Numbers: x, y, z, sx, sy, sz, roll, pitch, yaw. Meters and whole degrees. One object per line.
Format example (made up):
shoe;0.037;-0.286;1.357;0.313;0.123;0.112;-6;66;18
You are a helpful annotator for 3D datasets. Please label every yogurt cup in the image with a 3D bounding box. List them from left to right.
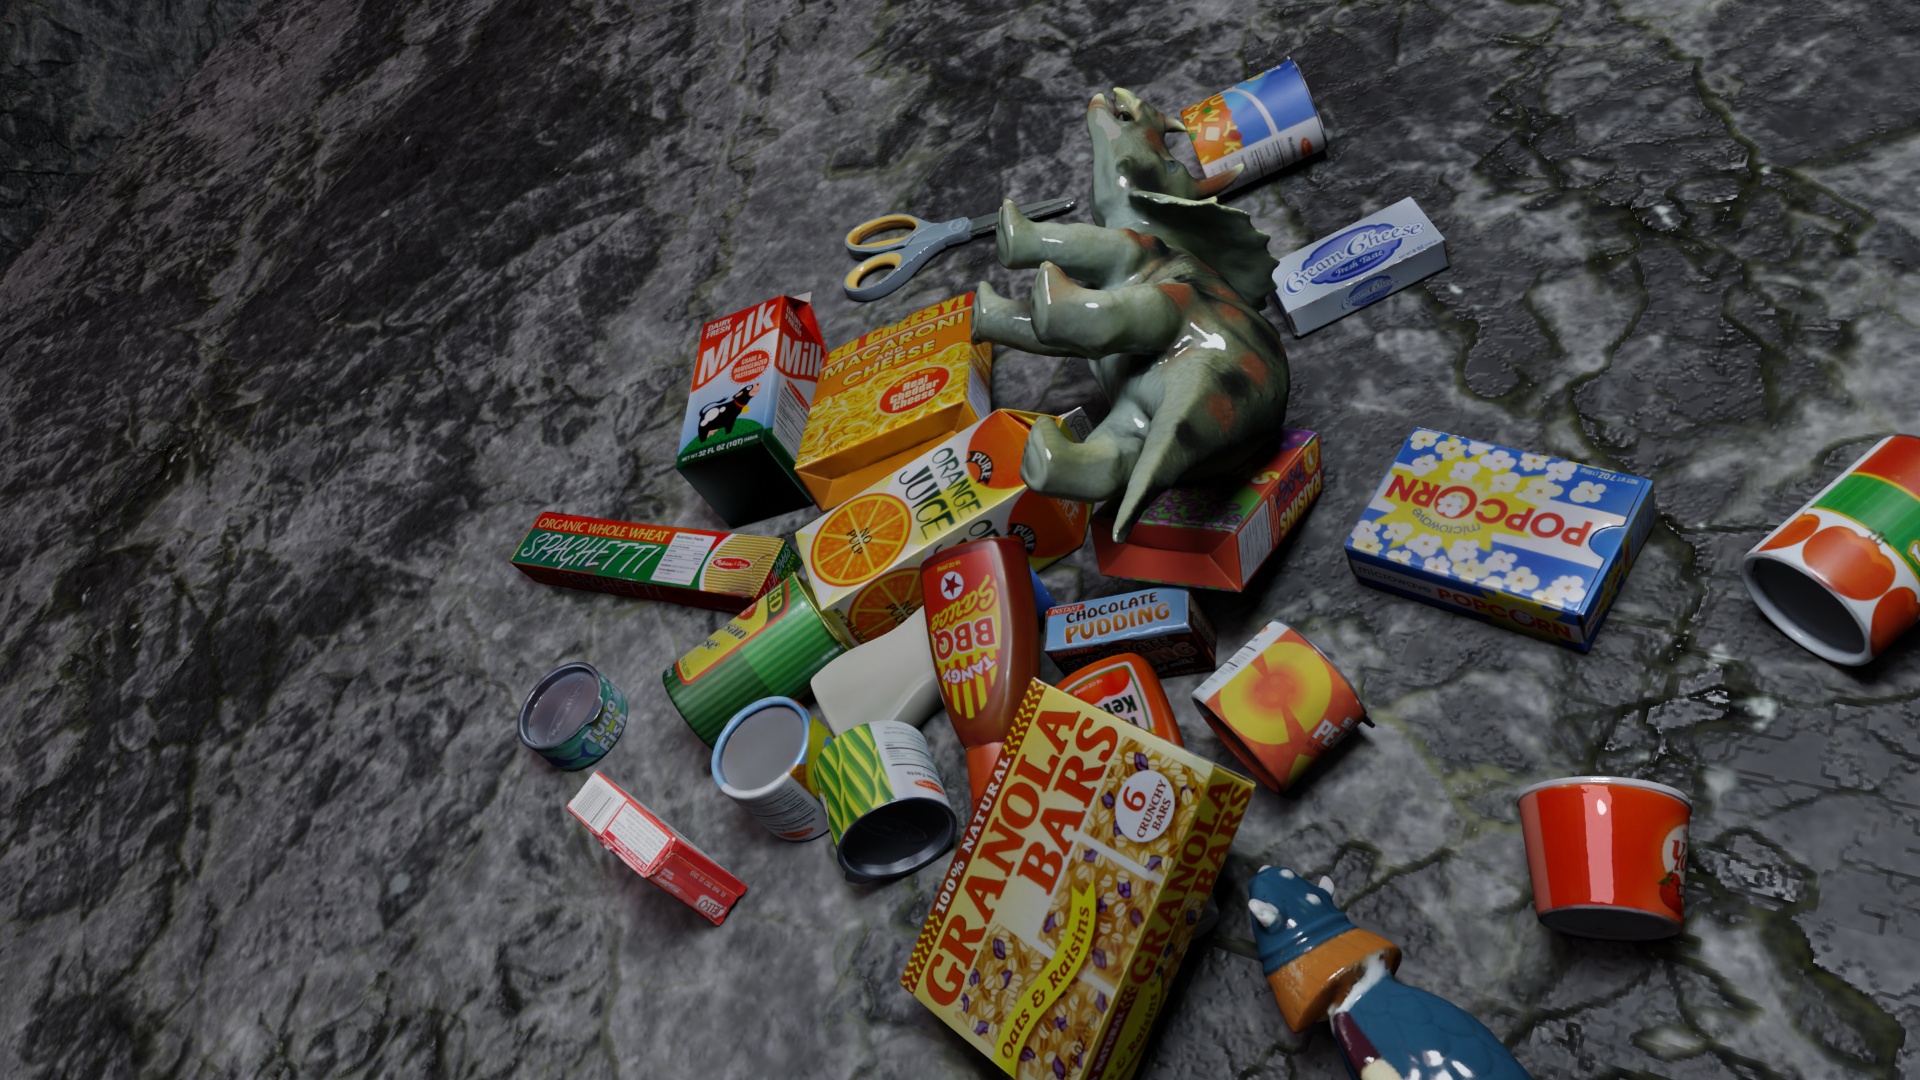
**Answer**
yogurt cup;0.269;0.134;0.580;0.072;0.072;0.054;-5;60;27

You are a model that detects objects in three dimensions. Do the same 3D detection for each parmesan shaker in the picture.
parmesan shaker;-0.123;0.077;0.853;0.103;0.071;0.071;-37;44;-2

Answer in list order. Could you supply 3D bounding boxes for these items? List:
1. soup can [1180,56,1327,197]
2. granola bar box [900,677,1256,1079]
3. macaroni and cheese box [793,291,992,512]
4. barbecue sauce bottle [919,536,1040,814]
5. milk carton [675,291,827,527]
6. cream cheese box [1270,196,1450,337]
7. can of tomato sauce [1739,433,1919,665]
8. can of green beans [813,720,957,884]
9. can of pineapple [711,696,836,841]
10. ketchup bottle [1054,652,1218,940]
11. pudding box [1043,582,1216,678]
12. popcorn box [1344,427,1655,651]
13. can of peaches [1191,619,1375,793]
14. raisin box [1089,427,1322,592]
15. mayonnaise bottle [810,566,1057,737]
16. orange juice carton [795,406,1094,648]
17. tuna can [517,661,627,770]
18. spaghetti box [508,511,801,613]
soup can;0.203;-0.288;0.968;0.083;0.071;0.072;-22;46;14
granola bar box;0.052;0.164;0.655;0.124;0.039;0.165;21;85;49
macaroni and cheese box;-0.041;-0.099;0.943;0.123;0.040;0.167;-21;31;15
barbecue sauce bottle;0.016;0.076;0.757;0.064;0.044;0.149;-21;69;36
milk carton;-0.148;-0.110;1.021;0.072;0.073;0.191;-15;47;20
cream cheese box;0.248;-0.173;0.876;0.104;0.024;0.053;-25;44;10
can of tomato sauce;0.401;0.005;0.607;0.083;0.071;0.071;-39;44;-3
can of green beans;-0.042;0.140;0.755;0.071;0.071;0.058;-31;44;5
can of pineapple;-0.101;0.130;0.804;0.071;0.057;0.071;-16;47;19
ketchup bottle;0.090;0.130;0.703;0.064;0.043;0.149;-29;45;12
pudding box;0.093;0.053;0.760;0.083;0.049;0.030;-11;51;22
popcorn box;0.274;-0.004;0.710;0.127;0.038;0.085;20;65;40
can of peaches;0.158;0.084;0.686;0.058;0.071;0.071;-40;45;-5
raisin box;0.138;-0.022;0.770;0.086;0.040;0.124;6;31;35
mayonnaise bottle;-0.013;0.067;0.818;0.148;0.041;0.065;-33;52;0
orange juice carton;0.003;-0.011;0.851;0.192;0.071;0.073;-31;45;5
tuna can;-0.256;0.117;0.923;0.071;0.032;0.071;-16;48;19
spaghetti box;-0.223;0.014;0.993;0.250;0.028;0.050;6;58;34
